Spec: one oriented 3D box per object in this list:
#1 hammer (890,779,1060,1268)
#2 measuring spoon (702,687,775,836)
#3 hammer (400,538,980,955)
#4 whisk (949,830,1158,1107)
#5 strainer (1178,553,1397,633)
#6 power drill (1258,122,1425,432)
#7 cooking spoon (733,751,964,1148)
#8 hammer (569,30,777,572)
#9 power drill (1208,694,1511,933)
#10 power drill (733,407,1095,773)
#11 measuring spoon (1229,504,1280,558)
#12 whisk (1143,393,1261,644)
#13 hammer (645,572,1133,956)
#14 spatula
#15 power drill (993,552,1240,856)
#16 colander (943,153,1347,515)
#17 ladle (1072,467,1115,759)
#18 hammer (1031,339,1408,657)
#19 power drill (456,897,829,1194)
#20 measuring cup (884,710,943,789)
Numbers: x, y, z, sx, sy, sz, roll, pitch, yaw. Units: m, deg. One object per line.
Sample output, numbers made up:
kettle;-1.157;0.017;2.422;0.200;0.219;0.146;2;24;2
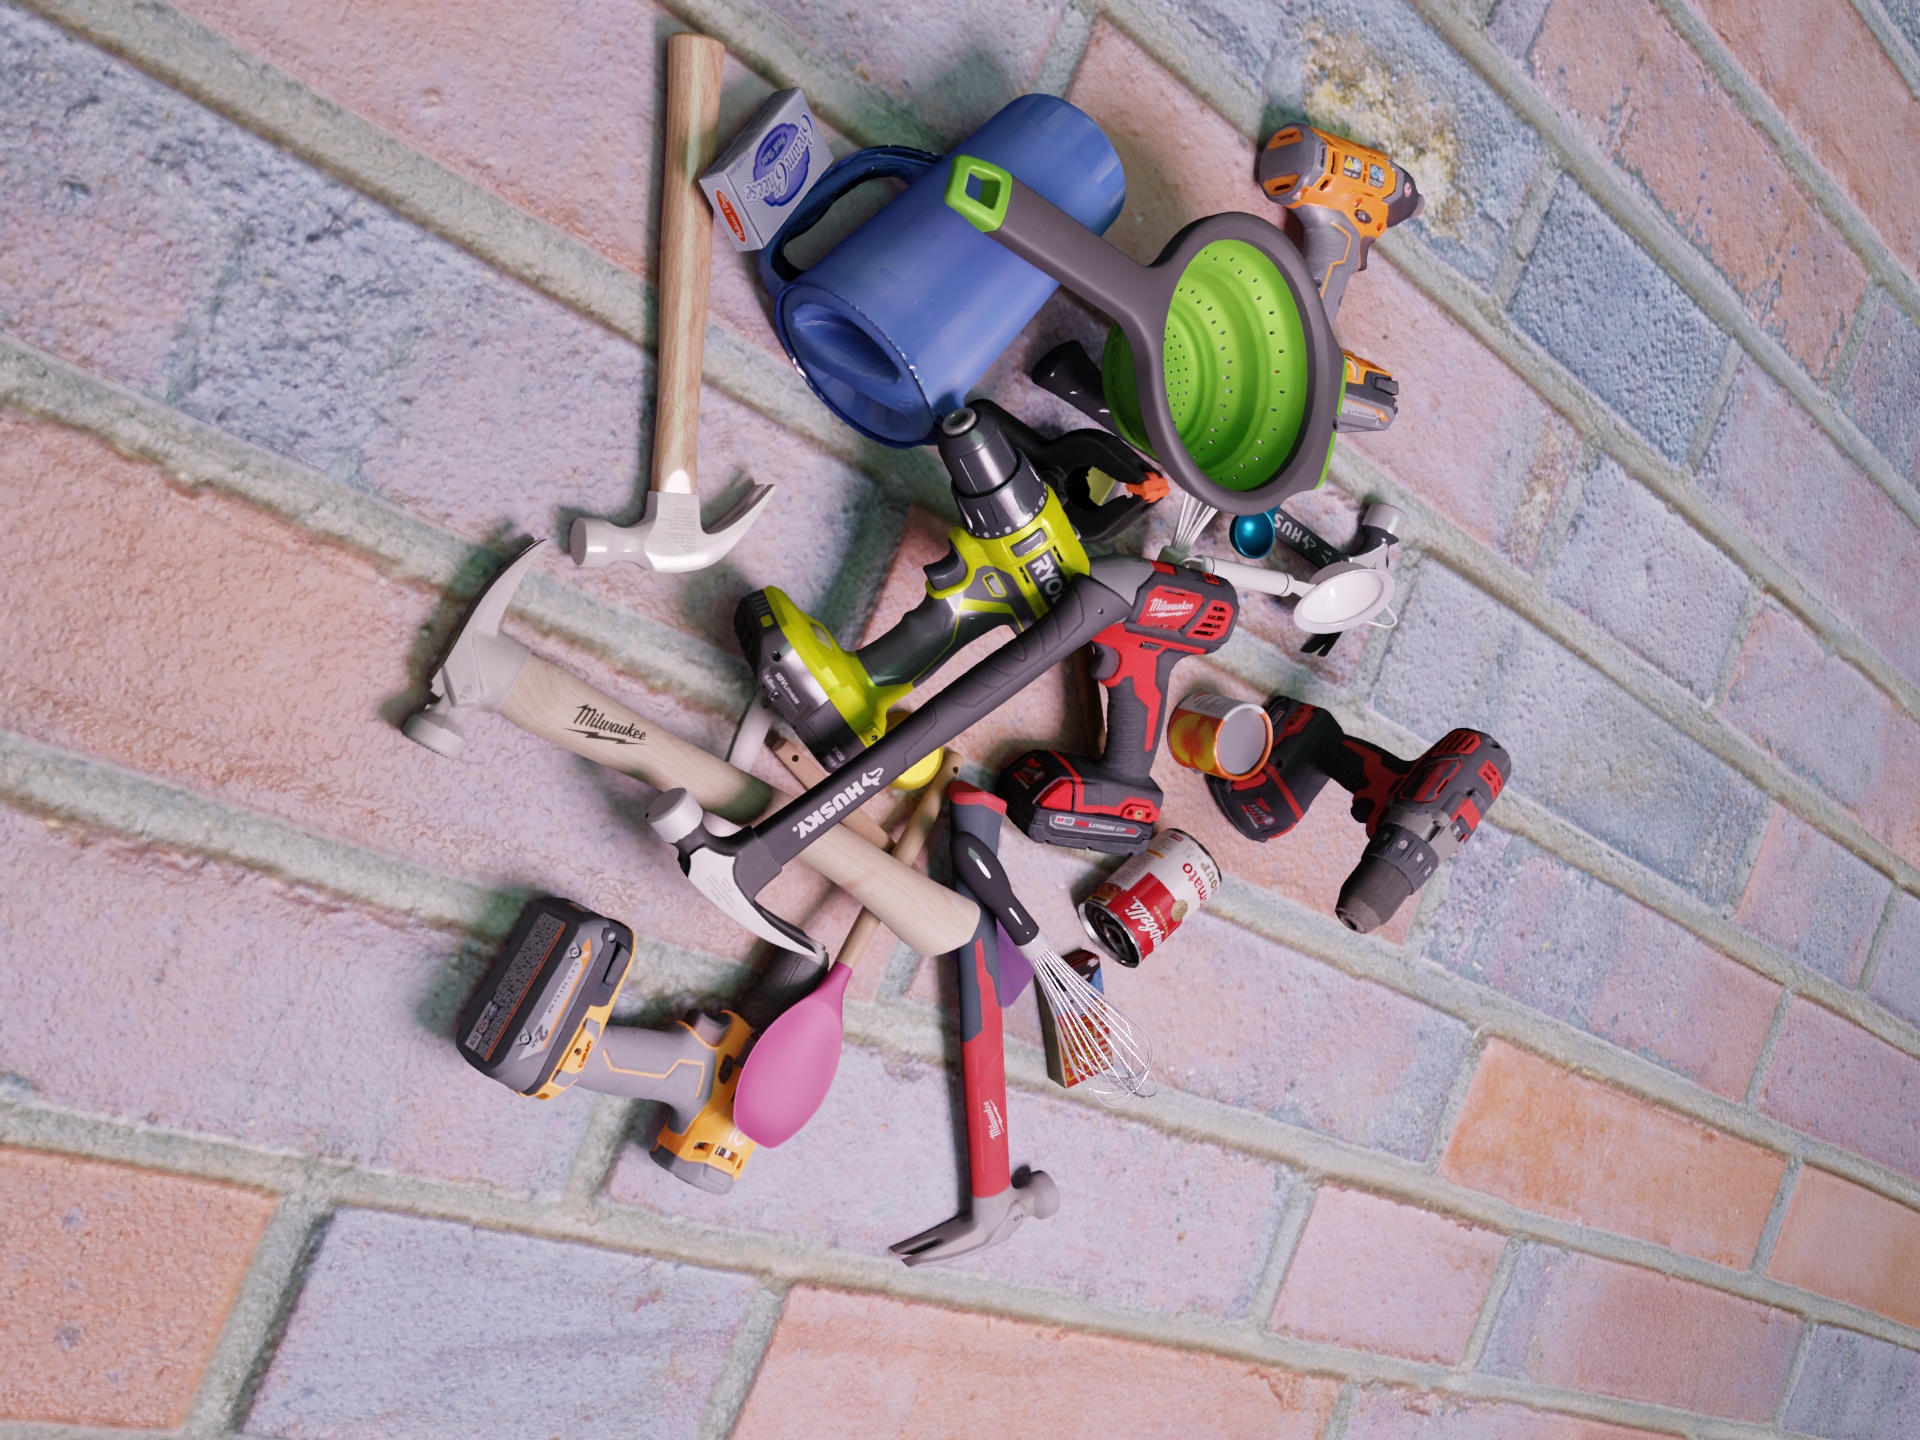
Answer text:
hammer;0.003;0.234;1.214;0.143;0.038;0.386;-14;111;-29
measuring spoon;-0.149;0.032;1.093;0.034;0.018;0.124;24;85;-35
hammer;-0.147;0.041;1.051;0.410;0.038;0.146;32;80;-26
whisk;0.068;0.188;1.188;0.070;0.070;0.284;-44;116;-19
strainer;0.263;-0.111;1.275;0.258;0.087;0.050;6;54;-40
power drill;0.310;-0.352;1.291;0.164;0.084;0.226;1;95;-35
cooking spoon;-0.071;0.153;1.127;0.068;0.017;0.319;43;61;-27
hammer;-0.173;-0.259;1.008;0.130;0.031;0.331;-1;100;-34
power drill;0.307;0.073;1.284;0.188;0.227;0.080;-48;122;-17
power drill;-0.030;-0.084;1.050;0.228;0.080;0.190;-32;131;2
measuring spoon;0.250;-0.185;1.283;0.042;0.021;0.129;40;70;-26
whisk;0.172;-0.137;1.231;0.059;0.058;0.246;11;111;-35
hammer;-0.027;0.016;1.033;0.335;0.035;0.146;-36;117;-5
spatula;-0.036;0.113;1.188;0.060;0.018;0.315;-52;124;-14
power drill;0.109;-0.017;1.185;0.143;0.079;0.219;11;108;-25
colander;0.110;-0.266;1.065;0.396;0.094;0.204;19;81;-42
ladle;0.103;-0.054;1.226;0.078;0.062;0.320;-27;117;-37
hammer;0.210;-0.186;1.284;0.408;0.036;0.149;26;86;-35
power drill;-0.195;0.197;1.062;0.226;0.084;0.185;39;73;-38
measuring cup;-0.002;-0.004;1.178;0.156;0.029;0.062;-36;118;-21
